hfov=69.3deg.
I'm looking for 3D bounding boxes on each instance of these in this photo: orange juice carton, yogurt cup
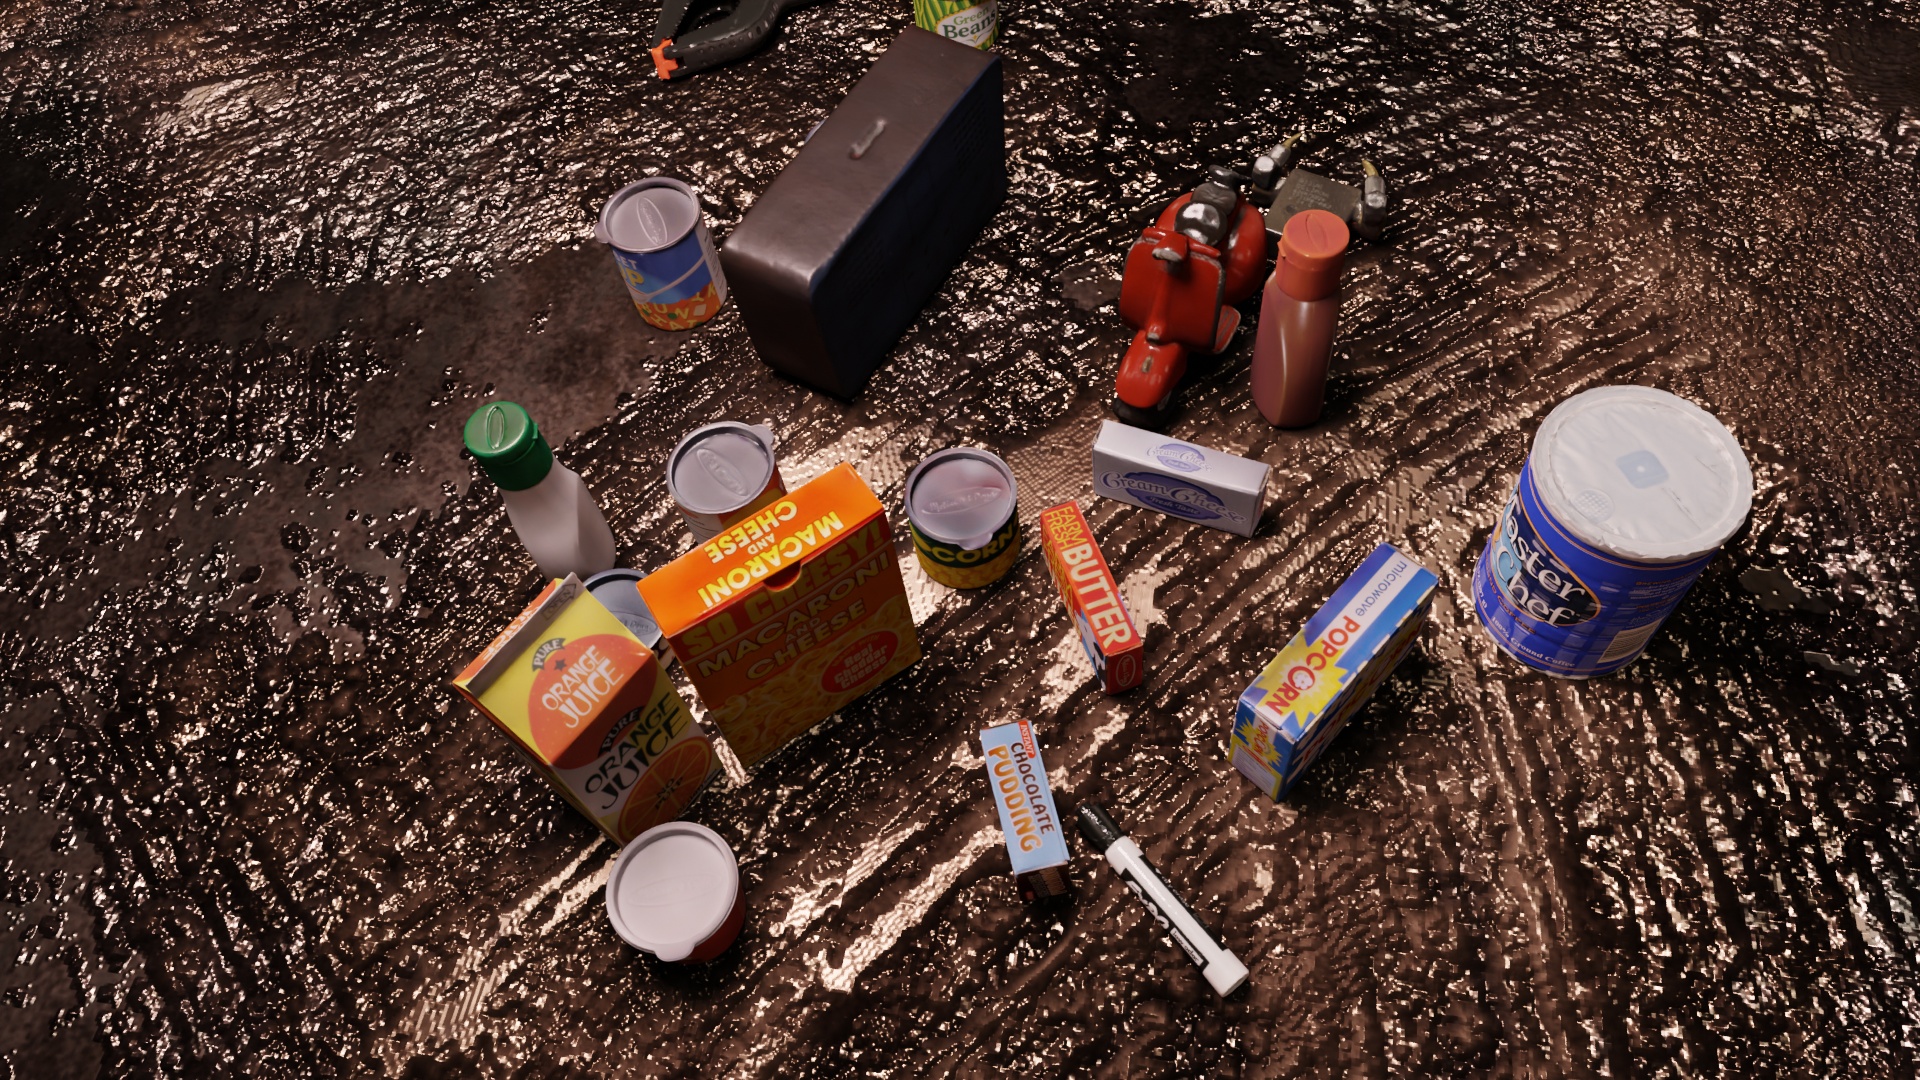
[{"bbox_3d":[-0.191,0.088,0.709,0.073,0.191,0.072,32,67,22],"label":"orange juice carton"},{"bbox_3d":[-0.145,0.188,0.725,0.072,0.053,0.073,-2,59,4],"label":"yogurt cup"}]

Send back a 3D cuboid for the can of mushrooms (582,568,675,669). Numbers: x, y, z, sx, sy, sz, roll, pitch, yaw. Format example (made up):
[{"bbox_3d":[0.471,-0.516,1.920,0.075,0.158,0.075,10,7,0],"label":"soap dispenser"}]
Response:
[{"bbox_3d":[-0.202,0.055,0.823,0.071,0.033,0.071,-2,59,4],"label":"can of mushrooms"}]

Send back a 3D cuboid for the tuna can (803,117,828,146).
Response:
[{"bbox_3d":[-0.080,-0.275,1.010,0.071,0.032,0.071,-2,59,4],"label":"tuna can"}]

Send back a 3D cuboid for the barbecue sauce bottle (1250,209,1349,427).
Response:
[{"bbox_3d":[0.202,-0.133,0.830,0.044,0.148,0.065,-8,59,1],"label":"barbecue sauce bottle"}]

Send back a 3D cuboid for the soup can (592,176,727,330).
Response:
[{"bbox_3d":[-0.202,-0.192,0.942,0.071,0.083,0.071,-2,59,4],"label":"soup can"}]

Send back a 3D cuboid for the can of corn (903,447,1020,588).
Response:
[{"bbox_3d":[0.003,-0.010,0.828,0.071,0.058,0.071,-2,59,4],"label":"can of corn"}]

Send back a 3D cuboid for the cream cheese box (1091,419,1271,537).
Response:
[{"bbox_3d":[0.131,-0.037,0.834,0.104,0.053,0.024,17,63,15],"label":"cream cheese box"}]

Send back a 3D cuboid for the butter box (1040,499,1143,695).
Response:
[{"bbox_3d":[0.075,0.032,0.798,0.024,0.053,0.104,-19,59,-6],"label":"butter box"}]

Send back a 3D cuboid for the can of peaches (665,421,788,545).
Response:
[{"bbox_3d":[-0.139,-0.031,0.854,0.071,0.057,0.071,-2,59,4],"label":"can of peaches"}]

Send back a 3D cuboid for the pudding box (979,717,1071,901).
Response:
[{"bbox_3d":[0.035,0.143,0.738,0.030,0.049,0.084,-13,59,-2],"label":"pudding box"}]

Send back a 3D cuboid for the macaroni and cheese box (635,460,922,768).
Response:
[{"bbox_3d":[-0.089,0.045,0.740,0.124,0.165,0.040,-32,62,-13],"label":"macaroni and cheese box"}]

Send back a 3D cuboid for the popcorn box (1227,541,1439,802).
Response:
[{"bbox_3d":[0.199,0.071,0.745,0.038,0.085,0.127,38,69,24],"label":"popcorn box"}]

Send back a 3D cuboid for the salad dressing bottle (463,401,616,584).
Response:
[{"bbox_3d":[-0.243,-0.024,0.808,0.044,0.147,0.064,-9,59,0],"label":"salad dressing bottle"}]

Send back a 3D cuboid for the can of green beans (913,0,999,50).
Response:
[{"bbox_3d":[-0.004,-0.416,1.073,0.071,0.057,0.071,-2,59,4],"label":"can of green beans"}]
